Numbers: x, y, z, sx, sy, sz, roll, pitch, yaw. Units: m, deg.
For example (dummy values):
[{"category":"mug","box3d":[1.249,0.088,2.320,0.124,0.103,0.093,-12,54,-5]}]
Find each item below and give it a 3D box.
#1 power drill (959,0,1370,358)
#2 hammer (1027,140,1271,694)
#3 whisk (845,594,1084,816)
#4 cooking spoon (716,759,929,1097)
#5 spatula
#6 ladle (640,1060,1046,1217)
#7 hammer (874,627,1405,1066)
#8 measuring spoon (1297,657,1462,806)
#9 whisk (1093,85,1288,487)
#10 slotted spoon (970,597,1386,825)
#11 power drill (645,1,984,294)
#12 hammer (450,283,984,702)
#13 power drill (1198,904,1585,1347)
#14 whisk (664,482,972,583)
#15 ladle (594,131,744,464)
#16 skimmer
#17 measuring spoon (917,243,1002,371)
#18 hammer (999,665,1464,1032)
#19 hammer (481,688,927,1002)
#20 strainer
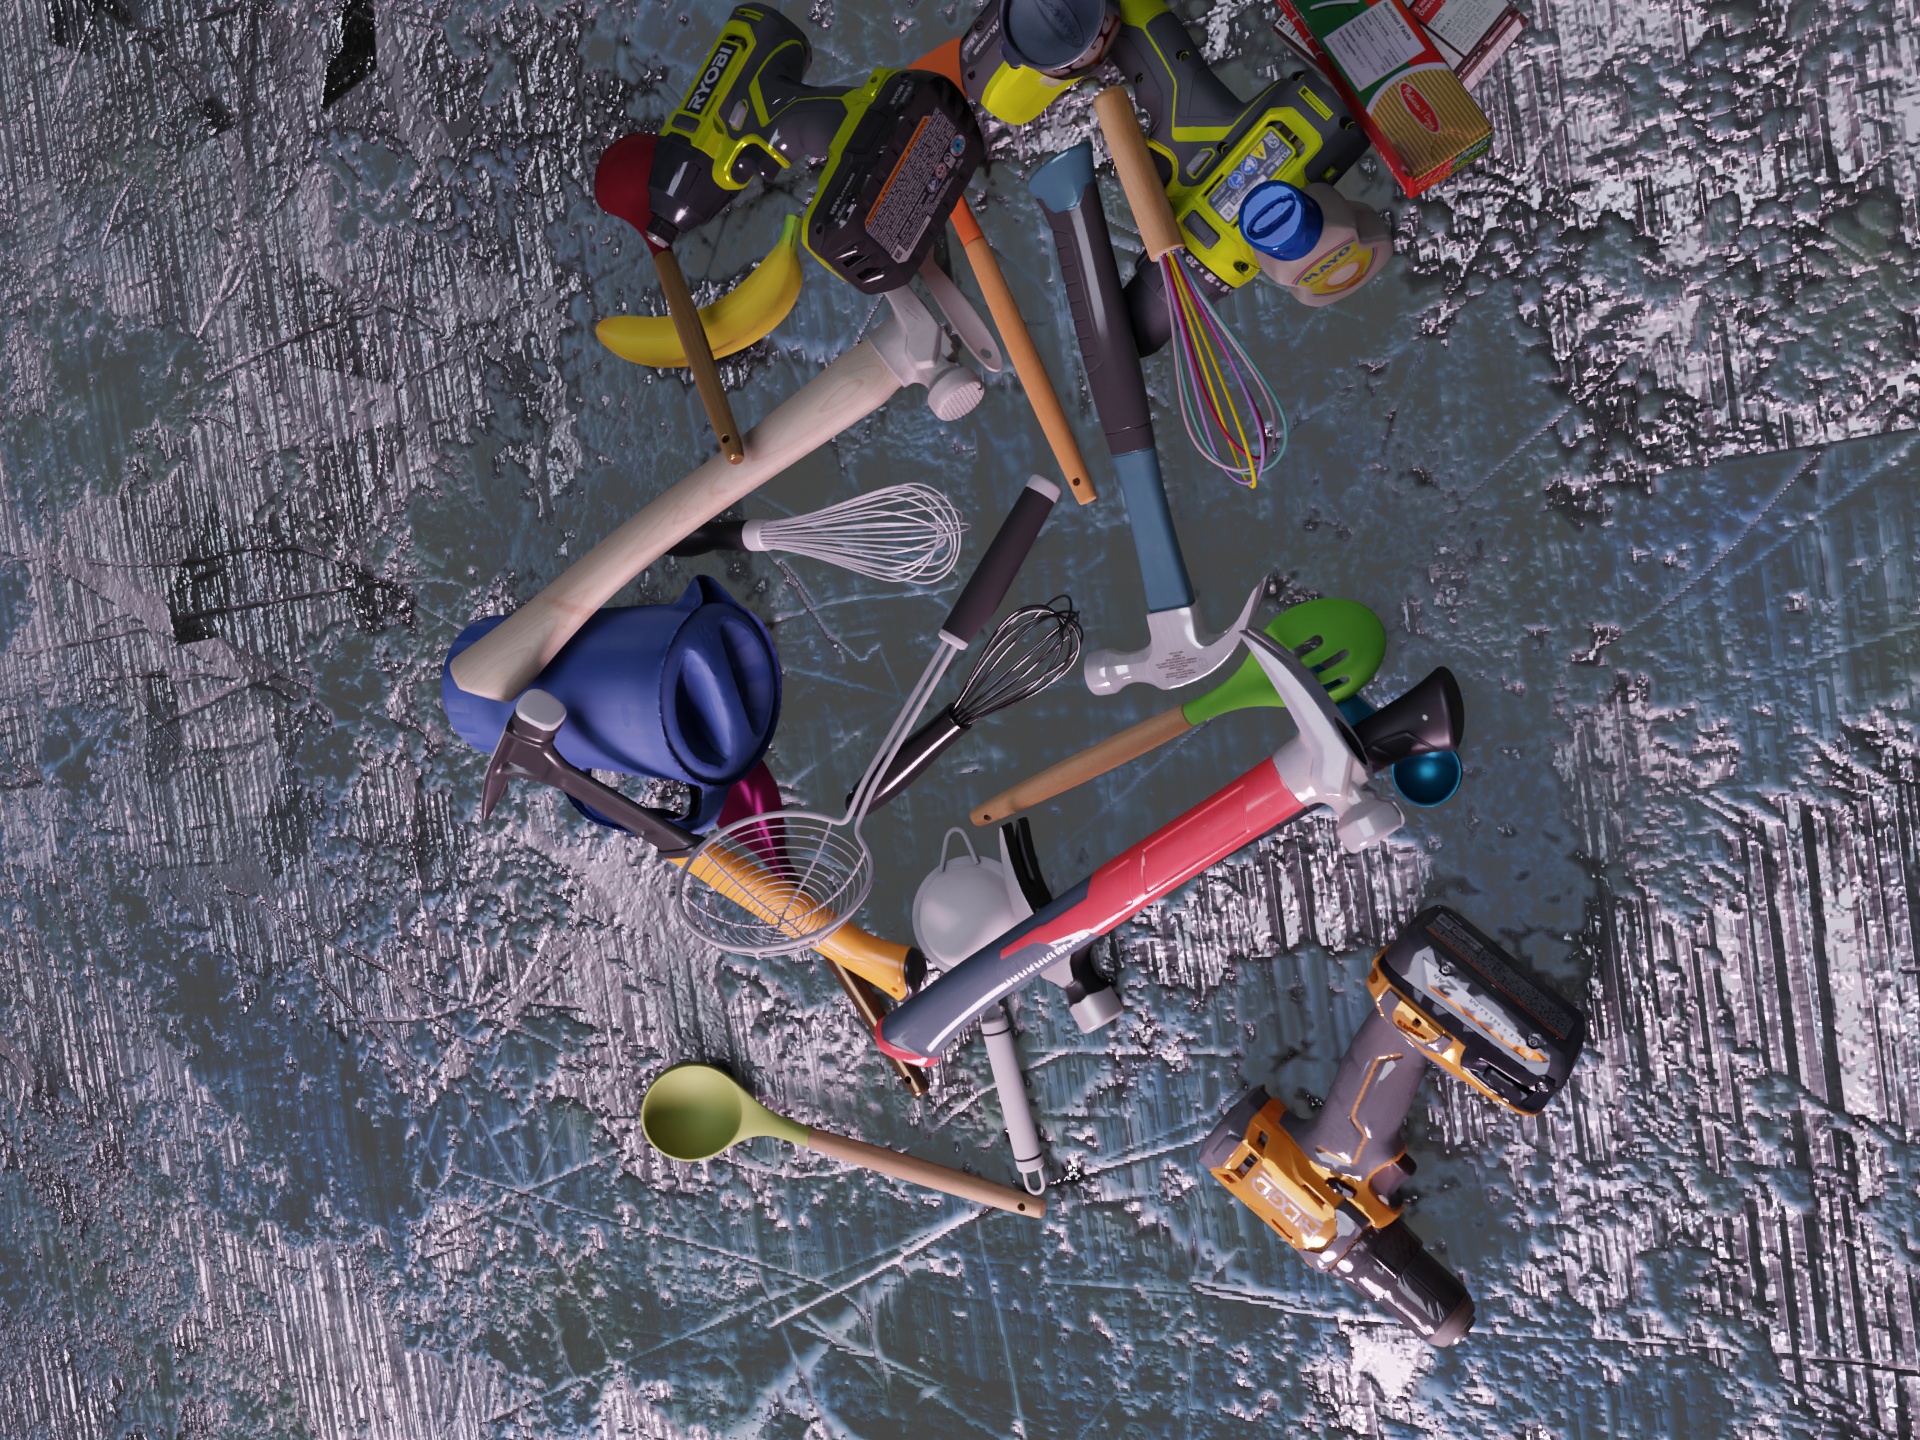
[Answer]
[{"category":"power drill","box3d":[0.107,-0.354,0.965,0.190,0.080,0.228,-45,77,25]},{"category":"hammer","box3d":[0.100,-0.177,0.965,0.128,0.033,0.331,-8,107,29]},{"category":"whisk","box3d":[-0.002,-0.005,1.080,0.239,0.055,0.055,-41,76,30]},{"category":"cooking spoon","box3d":[-0.113,0.137,1.168,0.068,0.017,0.319,-41,75,26]},{"category":"spatula","box3d":[0.024,-0.292,1.047,0.081,0.041,0.322,-24,88,27]},{"category":"ladle","box3d":[-0.091,0.315,1.155,0.320,0.062,0.078,10,100,25]},{"category":"hammer","box3d":[0.078,0.101,0.995,0.386,0.038,0.143,-37,78,28]},{"category":"measuring spoon","box3d":[0.251,0.003,0.961,0.129,0.021,0.042,44,117,27]},{"category":"whisk","box3d":[0.128,-0.249,0.912,0.051,0.047,0.245,-21,88,32]},{"category":"slotted spoon","box3d":[0.125,0.008,1.009,0.314,0.031,0.070,-28,112,34]},{"category":"power drill","box3d":[-0.108,-0.368,1.043,0.223,0.080,0.171,31,92,36]},{"category":"hammer","box3d":[-0.187,-0.156,1.088,0.410,0.038,0.146,-36,72,6]},{"category":"power drill","box3d":[0.271,0.246,0.939,0.185,0.084,0.226,41,117,18]},{"category":"whisk","box3d":[-0.117,-0.131,1.120,0.285,0.070,0.070,3,97,33]},{"category":"ladle","box3d":[-0.200,-0.302,1.107,0.069,0.031,0.316,-28,64,13]},{"category":"skimmer","box3d":[-0.051,-0.010,1.021,0.127,0.090,0.363,31,91,39]},{"category":"measuring spoon","box3d":[-0.011,-0.281,1.068,0.124,0.034,0.018,56,156,7]},{"category":"hammer","box3d":[0.164,0.063,0.988,0.334,0.035,0.146,-36,79,31]},{"category":"hammer","box3d":[-0.175,0.105,1.111,0.337,0.034,0.127,31,134,-6]},{"category":"strainer","box3d":[0.023,0.202,1.091,0.087,0.050,0.258,-14,92,14]}]
